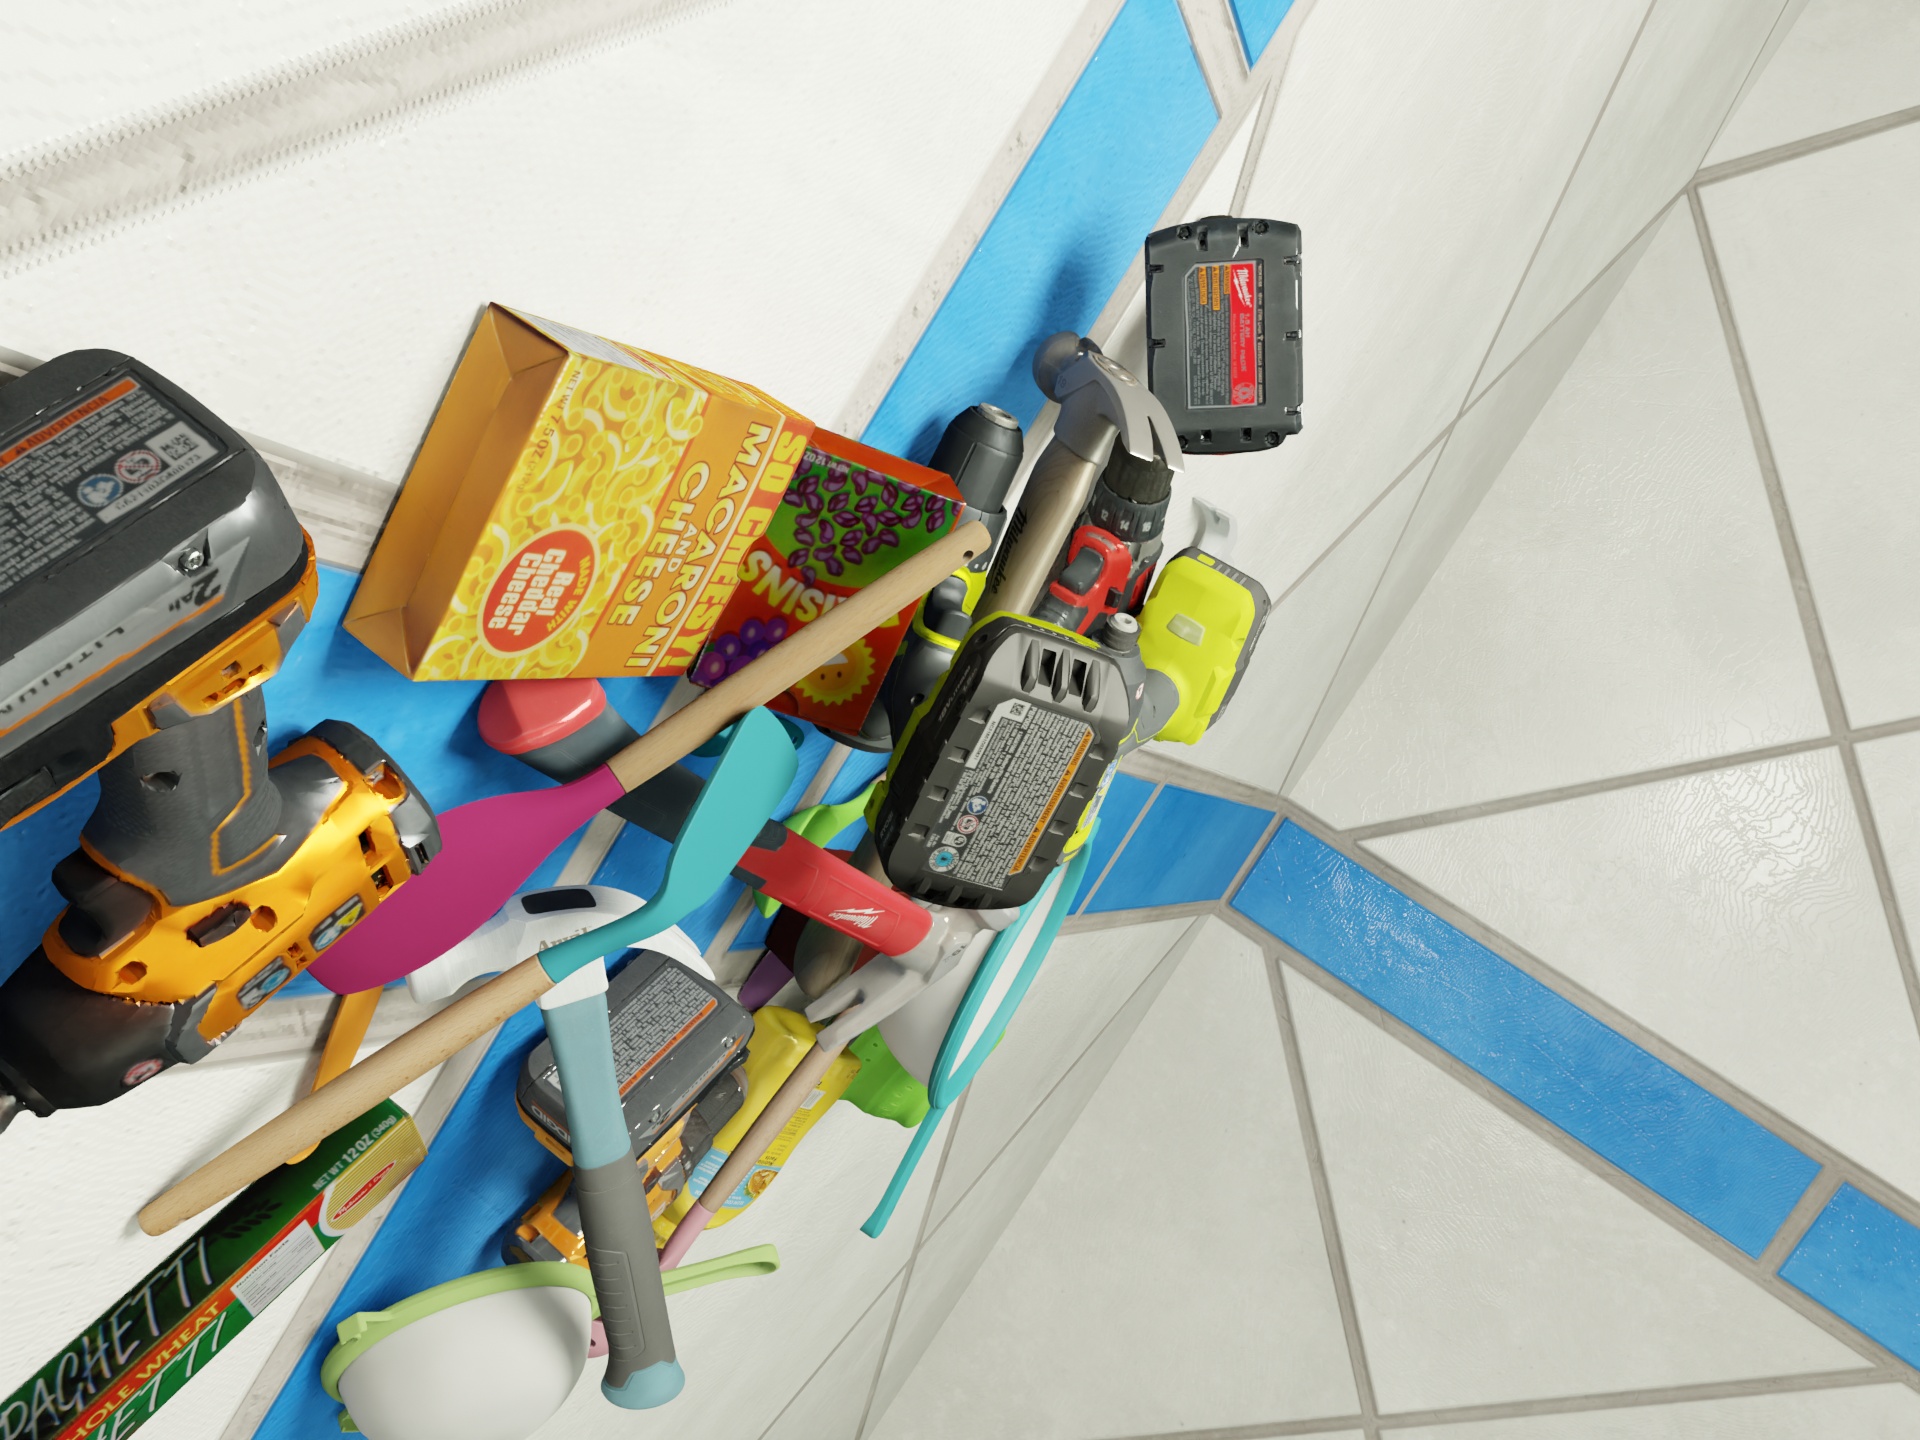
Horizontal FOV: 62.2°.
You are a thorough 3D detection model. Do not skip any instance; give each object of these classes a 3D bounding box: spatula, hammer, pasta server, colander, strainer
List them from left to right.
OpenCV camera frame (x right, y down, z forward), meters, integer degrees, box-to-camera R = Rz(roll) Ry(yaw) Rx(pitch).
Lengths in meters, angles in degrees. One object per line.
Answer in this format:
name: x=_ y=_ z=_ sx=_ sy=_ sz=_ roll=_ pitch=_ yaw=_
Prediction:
spatula: x=-0.195 y=0.107 z=0.647 sx=0.317 sy=0.044 sz=0.082 roll=-33 pitch=160 yaw=-6
strainer: x=-0.215 y=0.353 z=0.883 sx=0.256 sy=0.069 sz=0.151 roll=-7 pitch=142 yaw=-27
hammer: x=-0.173 y=0.219 z=0.770 sx=0.128 sy=0.033 sz=0.330 roll=-16 pitch=124 yaw=-22
pasta server: x=-0.151 y=0.283 z=1.013 sx=0.316 sy=0.040 sz=0.060 roll=-52 pitch=-173 yaw=1
hammer: x=-0.106 y=0.075 z=0.776 sx=0.143 sy=0.038 sz=0.385 roll=-37 pitch=147 yaw=8
spatula: x=-0.037 y=0.079 z=1.095 sx=0.316 sy=0.018 sz=0.059 roll=-46 pitch=155 yaw=-13
strainer: x=-0.026 y=0.204 z=1.100 sx=0.340 sy=0.095 sz=0.211 roll=-65 pitch=167 yaw=17
hammer: x=-0.001 y=-0.003 z=0.875 sx=0.038 sy=0.146 sz=0.410 roll=15 pitch=116 yaw=-24
colander: x=-0.001 y=0.238 z=1.313 sx=0.204 sy=0.094 sz=0.397 roll=-50 pitch=168 yaw=20
hammer: x=0.103 y=-0.014 z=1.291 sx=0.405 sy=0.035 sz=0.144 roll=-51 pitch=161 yaw=-15

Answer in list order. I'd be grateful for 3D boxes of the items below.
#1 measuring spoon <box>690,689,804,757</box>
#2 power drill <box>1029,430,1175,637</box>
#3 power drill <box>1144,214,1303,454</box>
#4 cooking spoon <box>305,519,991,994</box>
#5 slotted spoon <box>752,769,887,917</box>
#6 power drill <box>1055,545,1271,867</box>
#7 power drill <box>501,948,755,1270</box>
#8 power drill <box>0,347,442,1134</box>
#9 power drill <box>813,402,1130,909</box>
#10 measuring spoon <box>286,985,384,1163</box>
measuring spoon: x=-0.104 y=0.008 z=0.830 sx=0.042 sy=0.021 sz=0.128 roll=-57 pitch=160 yaw=4
power drill: x=0.064 y=-0.083 z=1.018 sx=0.227 sy=0.080 sz=0.187 roll=-44 pitch=158 yaw=-40
power drill: x=0.147 y=-0.219 z=0.895 sx=0.220 sy=0.078 sz=0.143 roll=-54 pitch=142 yaw=-76
cooking spoon: x=-0.116 y=0.008 z=0.636 sx=0.319 sy=0.017 sz=0.068 roll=-35 pitch=143 yaw=-14
slotted spoon: x=-0.041 y=0.039 z=1.036 sx=0.314 sy=0.031 sz=0.070 roll=-35 pitch=153 yaw=-51
power drill: x=0.112 y=-0.021 z=1.011 sx=0.223 sy=0.080 sz=0.171 roll=-37 pitch=153 yaw=-51
power drill: x=-0.180 y=0.225 z=0.924 sx=0.185 sy=0.084 sz=0.226 roll=-43 pitch=161 yaw=-40
power drill: x=-0.238 y=0.027 z=0.442 sx=0.164 sy=0.084 sz=0.226 roll=-45 pitch=163 yaw=-28
power drill: x=-0.001 y=-0.036 z=0.764 sx=0.080 sy=0.229 sz=0.190 roll=17 pitch=113 yaw=-24
measuring spoon: x=-0.265 y=0.138 z=0.673 sx=0.117 sy=0.011 sz=0.021 roll=-65 pitch=160 yaw=14
